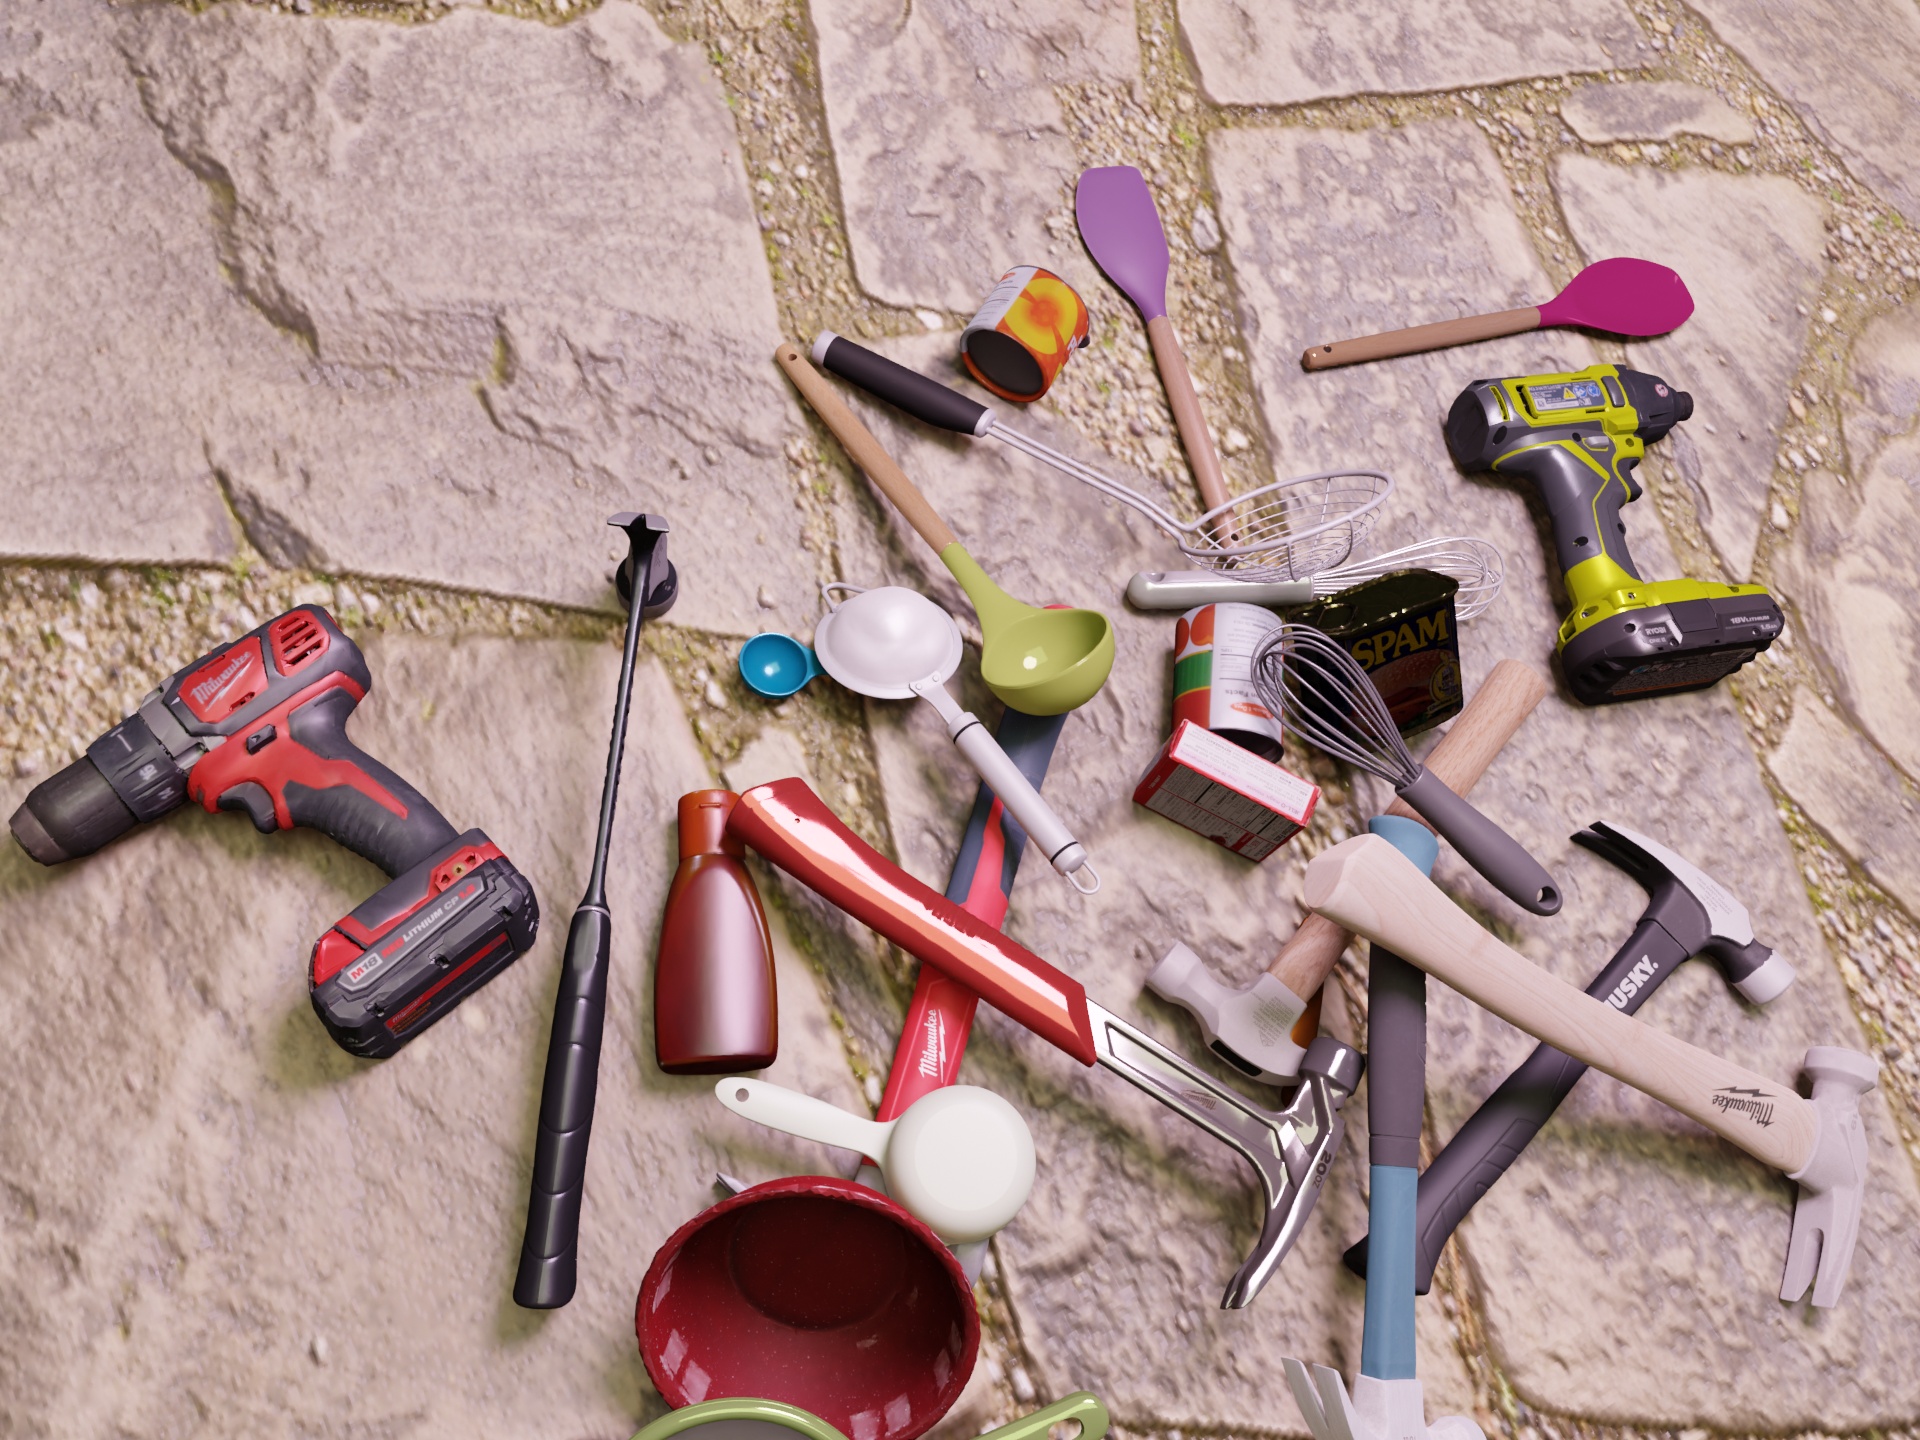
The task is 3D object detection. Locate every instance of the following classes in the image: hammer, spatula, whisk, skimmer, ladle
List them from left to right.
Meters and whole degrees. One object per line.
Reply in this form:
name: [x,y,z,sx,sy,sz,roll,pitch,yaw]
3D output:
hammer: [-0.186,0.085,0.818,0.036,0.149,0.409,7,74,-8]
ladle: [-0.022,-0.125,0.940,0.078,0.062,0.320,-32,67,-14]
hammer: [-0.007,0.100,0.884,0.143,0.038,0.386,18,66,-1]
hammer: [0.030,0.147,0.829,0.359,0.036,0.149,32,66,4]
skimmer: [0.078,-0.180,0.966,0.363,0.090,0.127,27,34,10]
spatula: [0.136,-0.244,1.061,0.059,0.018,0.316,-10,69,-14]
whisk: [0.225,-0.086,1.000,0.246,0.059,0.058,-2,30,-7]
hammer: [0.255,0.080,0.939,0.130,0.031,0.331,41,65,9]
hammer: [0.223,0.215,0.817,0.128,0.033,0.331,15,73,-35]
whisk: [0.259,0.032,0.909,0.239,0.055,0.055,41,66,-8]
hammer: [0.334,0.197,0.912,0.335,0.035,0.146,-39,81,-22]
hammer: [0.341,0.178,0.845,0.410,0.038,0.146,28,69,-21]

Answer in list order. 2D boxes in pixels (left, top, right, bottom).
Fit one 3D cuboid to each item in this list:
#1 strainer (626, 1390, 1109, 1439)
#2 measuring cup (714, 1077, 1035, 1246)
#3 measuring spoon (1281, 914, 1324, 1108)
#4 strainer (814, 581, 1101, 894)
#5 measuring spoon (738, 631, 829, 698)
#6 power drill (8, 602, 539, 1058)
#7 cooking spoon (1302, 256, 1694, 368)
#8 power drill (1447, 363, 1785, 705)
strainer: [-0.056,0.362,0.739,0.256,0.069,0.151,-19,88,-10]
measuring cup: [-0.042,0.206,0.792,0.167,0.038,0.083,18,66,-2]
measuring spoon: [0.198,0.166,0.910,0.021,0.011,0.117,13,67,-6]
strainer: [-0.001,-0.003,0.892,0.087,0.050,0.259,-27,64,-26]
measuring spoon: [-0.069,-0.030,0.939,0.128,0.021,0.042,-1,63,-21]
power drill: [-0.347,0.066,0.813,0.188,0.080,0.227,-38,77,-22]
cooking spoon: [0.383,-0.281,1.123,0.319,0.017,0.069,-13,71,-16]
power drill: [0.436,-0.131,1.043,0.171,0.080,0.223,-8,67,-14]
